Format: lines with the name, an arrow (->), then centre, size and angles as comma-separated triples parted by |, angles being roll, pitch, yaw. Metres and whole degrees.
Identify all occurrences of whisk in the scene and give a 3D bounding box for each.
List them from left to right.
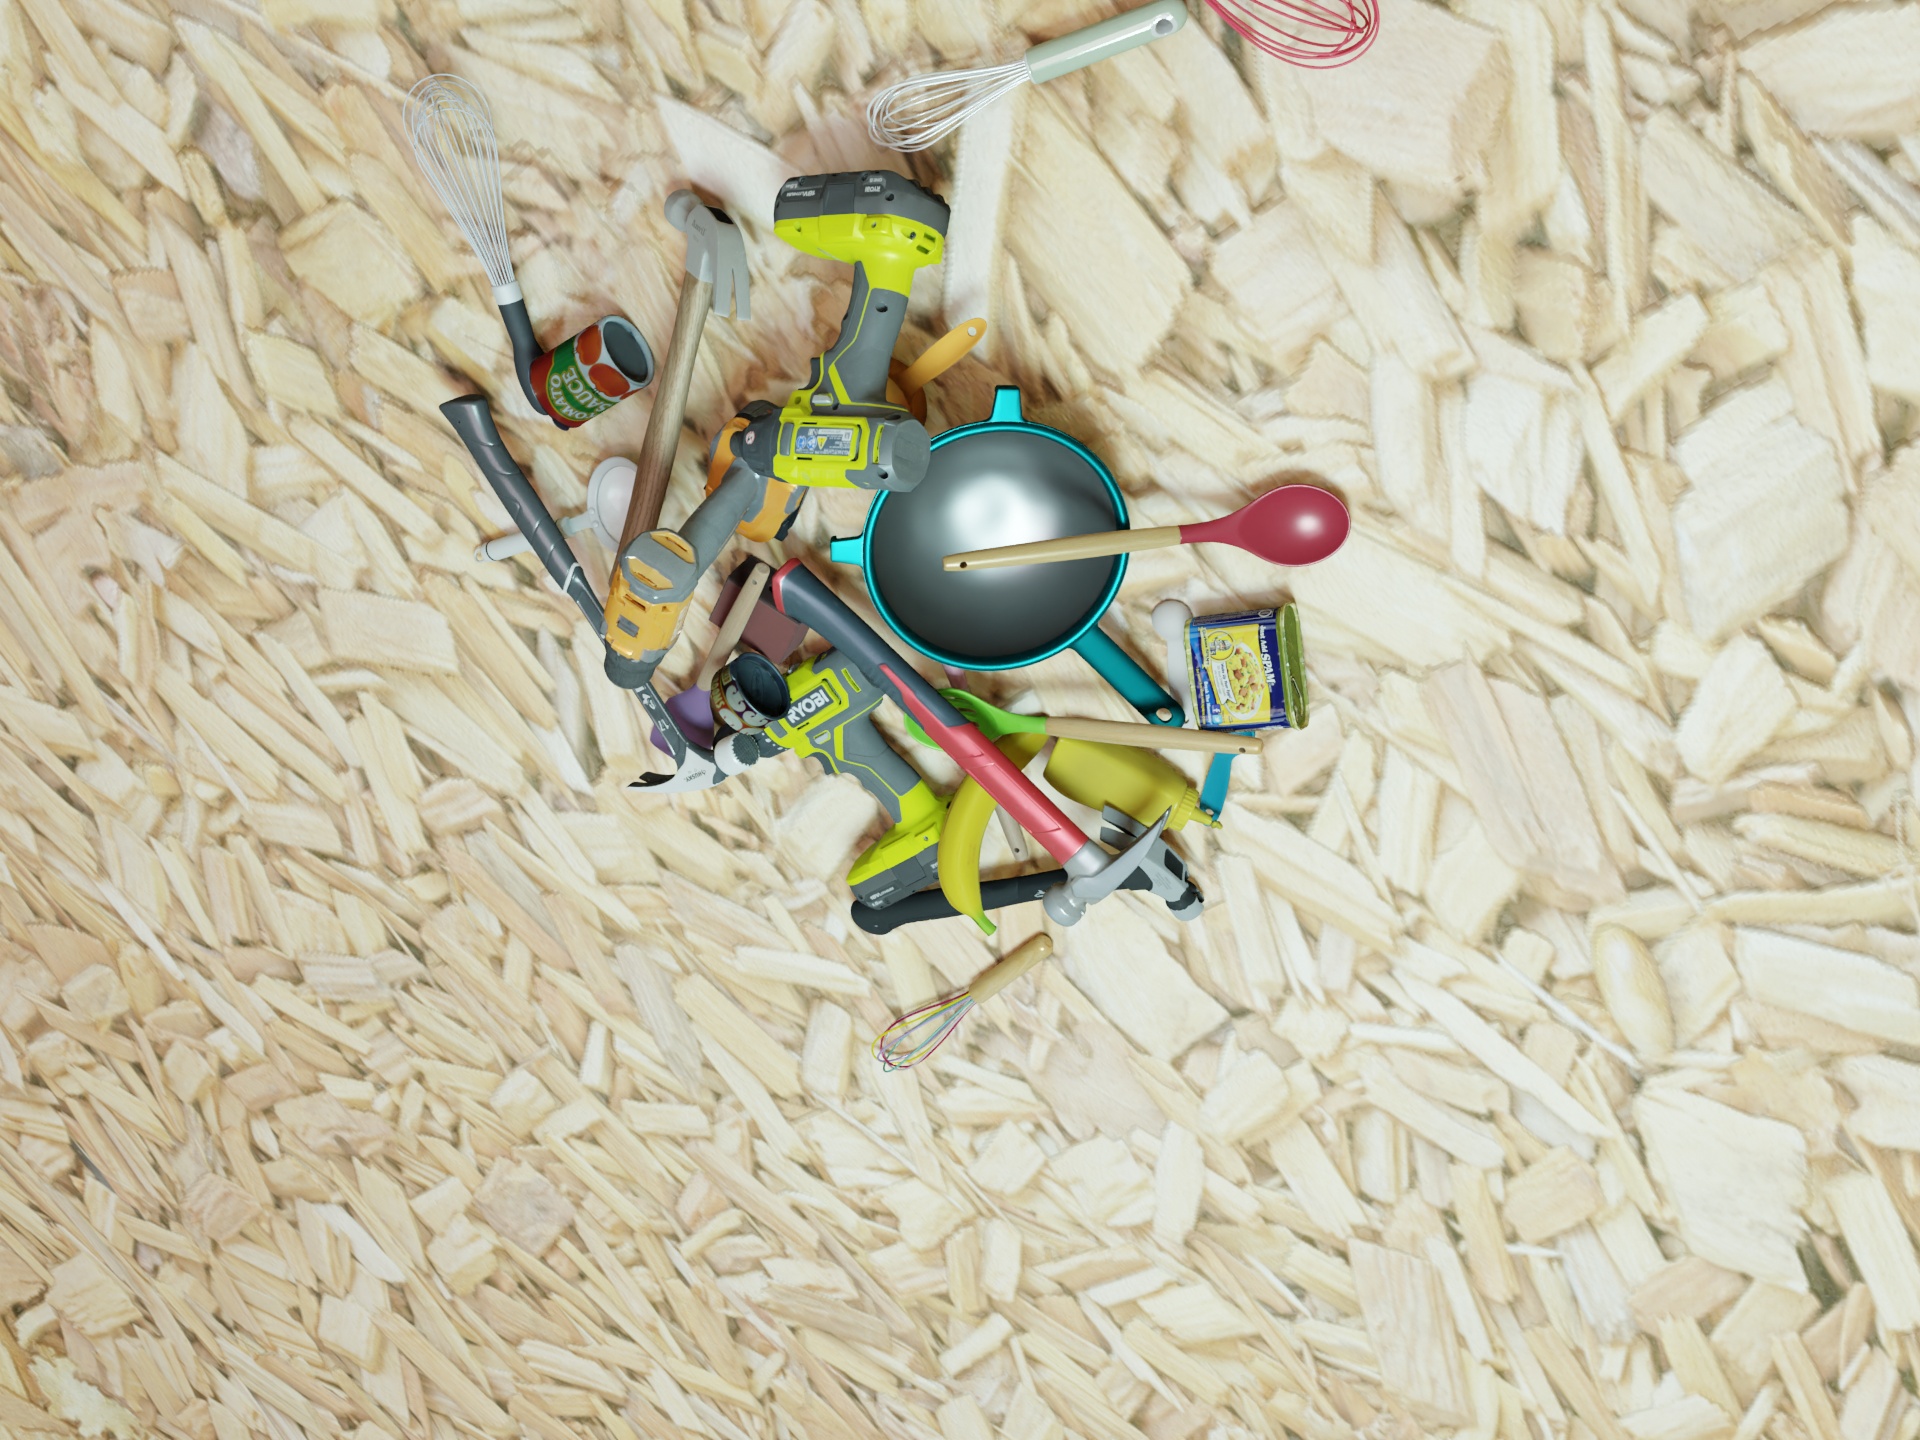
whisk -> -0.387, -0.389, 1.323 | 0.070, 0.070, 0.284 | -1, 122, 20
whisk -> -0.002, 0.278, 1.555 | 0.047, 0.051, 0.245 | 48, 119, -3
whisk -> 0.043, -0.465, 1.137 | 0.246, 0.059, 0.057 | -13, 149, 21
whisk -> 0.145, -0.517, 1.066 | 0.296, 0.073, 0.073 | 29, 123, 10

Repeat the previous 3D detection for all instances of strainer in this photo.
strainer -> -0.348, -0.177, 1.430 | 0.258, 0.050, 0.087 | -11, 95, 30
strainer -> 0.066, -0.114, 1.297 | 0.211, 0.095, 0.340 | -41, 118, 15

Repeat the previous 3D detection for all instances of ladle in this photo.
ladle -> 0.143, -0.138, 1.224 | 0.315, 0.031, 0.069 | -7, 117, -4

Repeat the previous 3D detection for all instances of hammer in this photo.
hammer -> -0.338, -0.109, 1.419 | 0.149, 0.036, 0.408 | -23, 104, 38
hammer -> -0.236, -0.249, 1.289 | 0.130, 0.031, 0.331 | 46, 126, 44
hammer -> -0.002, -0.004, 1.325 | 0.386, 0.038, 0.143 | 44, 121, 3
hammer -> 0.042, 0.154, 1.457 | 0.335, 0.035, 0.146 | -13, 137, 29

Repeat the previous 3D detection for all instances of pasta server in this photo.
pasta server -> 0.010, -0.011, 1.405 | 0.060, 0.040, 0.316 | -8, 118, 23

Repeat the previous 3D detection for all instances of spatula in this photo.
spatula -> -0.220, -0.044, 1.422 | 0.060, 0.018, 0.315 | 34, 141, -2

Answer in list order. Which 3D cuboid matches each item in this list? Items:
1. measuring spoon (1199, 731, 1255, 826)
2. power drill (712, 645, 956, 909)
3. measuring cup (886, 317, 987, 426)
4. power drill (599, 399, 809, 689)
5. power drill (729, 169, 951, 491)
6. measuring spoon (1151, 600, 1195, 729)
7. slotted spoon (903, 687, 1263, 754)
measuring spoon -> 0.225, 0.039, 1.364 | 0.042, 0.021, 0.128 | 21, 132, 16
power drill -> -0.104, 0.054, 1.449 | 0.190, 0.080, 0.228 | -30, 102, 29
measuring cup -> -0.039, -0.271, 1.265 | 0.173, 0.052, 0.095 | -33, 103, 28
power drill -> -0.213, -0.133, 1.294 | 0.084, 0.226, 0.185 | 34, 146, -1
power drill -> -0.093, -0.286, 1.191 | 0.171, 0.080, 0.223 | 9, 90, 34
measuring spoon -> 0.181, -0.041, 1.331 | 0.034, 0.018, 0.124 | -2, 117, 20
slotted spoon -> 0.097, 0.008, 1.322 | 0.314, 0.031, 0.070 | 5, 131, 26
